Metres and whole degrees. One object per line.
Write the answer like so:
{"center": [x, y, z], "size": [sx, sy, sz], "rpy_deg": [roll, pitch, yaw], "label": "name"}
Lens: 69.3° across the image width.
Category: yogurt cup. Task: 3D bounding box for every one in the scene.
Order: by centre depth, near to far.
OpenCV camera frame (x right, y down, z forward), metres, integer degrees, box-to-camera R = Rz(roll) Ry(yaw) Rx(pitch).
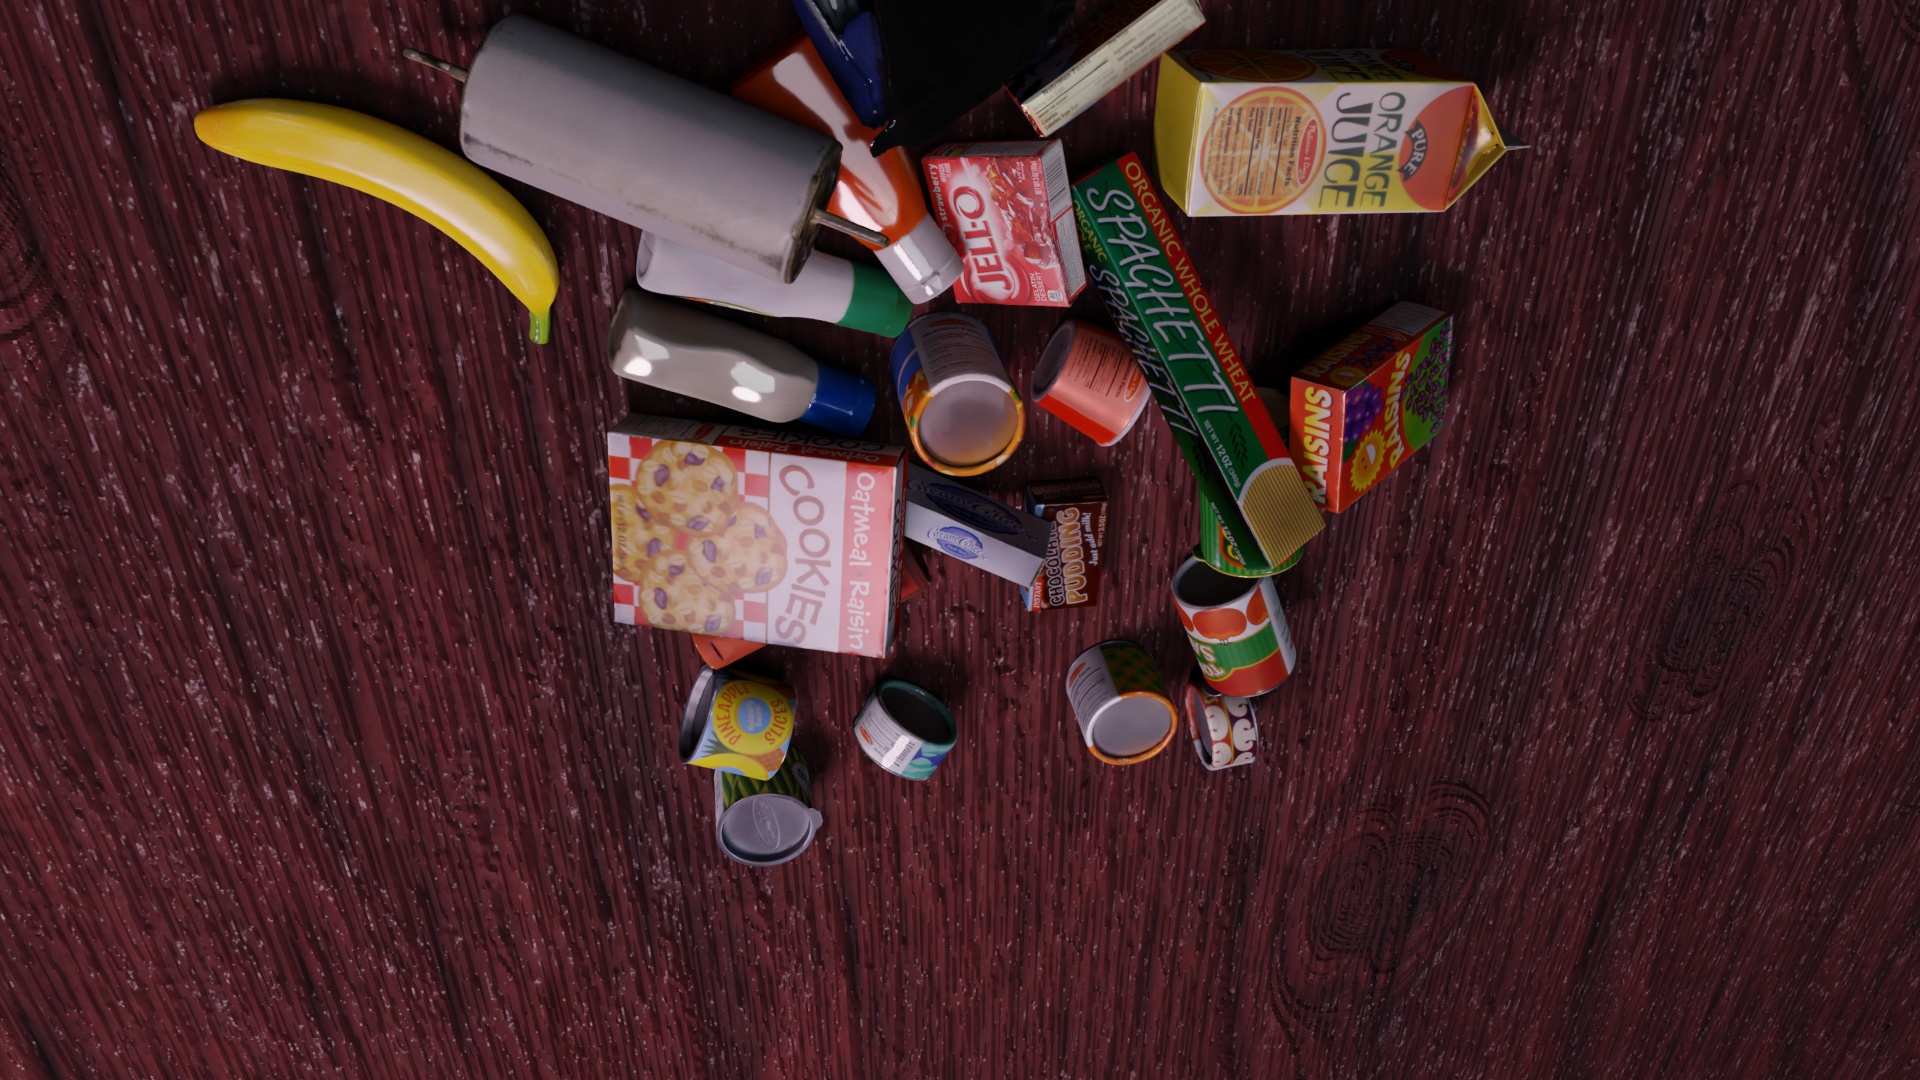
{"center": [0.077, -0.096, 0.820], "size": [0.054, 0.073, 0.072], "rpy_deg": [24, 115, -15], "label": "yogurt cup"}

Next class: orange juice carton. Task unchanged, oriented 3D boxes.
{"center": [0.208, -0.225, 0.761], "size": [0.193, 0.072, 0.072], "rpy_deg": [-4, 123, -10], "label": "orange juice carton"}

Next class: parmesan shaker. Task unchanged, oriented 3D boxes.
{"center": [0.180, -0.036, 0.877], "size": [0.071, 0.071, 0.102], "rpy_deg": [-12, 123, -4], "label": "parmesan shaker"}

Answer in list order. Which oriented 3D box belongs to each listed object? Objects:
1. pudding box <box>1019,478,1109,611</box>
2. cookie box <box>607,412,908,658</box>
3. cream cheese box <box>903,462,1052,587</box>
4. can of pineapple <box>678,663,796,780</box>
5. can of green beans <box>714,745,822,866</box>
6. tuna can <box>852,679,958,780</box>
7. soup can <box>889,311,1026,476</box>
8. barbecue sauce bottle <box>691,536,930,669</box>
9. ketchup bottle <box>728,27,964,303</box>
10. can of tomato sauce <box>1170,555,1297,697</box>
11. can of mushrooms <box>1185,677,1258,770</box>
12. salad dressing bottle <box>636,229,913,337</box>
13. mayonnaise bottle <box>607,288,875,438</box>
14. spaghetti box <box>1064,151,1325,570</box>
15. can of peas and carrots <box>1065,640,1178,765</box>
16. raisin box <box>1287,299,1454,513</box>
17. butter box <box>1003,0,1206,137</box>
{"center": [0.066, 0.003, 0.900], "size": [0.050, 0.030, 0.083], "rpy_deg": [-3, 122, -9], "label": "pudding box"}
{"center": [-0.118, -0.003, 0.814], "size": [0.167, 0.040, 0.122], "rpy_deg": [7, 114, 6], "label": "cookie box"}
{"center": [0.003, -0.011, 0.845], "size": [0.104, 0.053, 0.024], "rpy_deg": [23, 116, -2], "label": "cream cheese box"}
{"center": [-0.145, 0.118, 0.904], "size": [0.058, 0.071, 0.070], "rpy_deg": [17, 117, -22], "label": "can of pineapple"}
{"center": [-0.135, 0.179, 0.951], "size": [0.071, 0.058, 0.071], "rpy_deg": [-5, 123, -8], "label": "can of green beans"}
{"center": [-0.035, 0.126, 0.936], "size": [0.071, 0.071, 0.032], "rpy_deg": [24, 114, -24], "label": "tuna can"}
{"center": [-0.003, -0.082, 0.799], "size": [0.071, 0.084, 0.071], "rpy_deg": [-6, 123, -9], "label": "soup can"}
{"center": [-0.097, 0.033, 0.876], "size": [0.148, 0.044, 0.064], "rpy_deg": [-26, 118, 6], "label": "barbecue sauce bottle"}
{"center": [-0.053, -0.193, 0.730], "size": [0.064, 0.044, 0.148], "rpy_deg": [-32, 115, 13], "label": "ketchup bottle"}
{"center": [0.183, 0.054, 0.936], "size": [0.071, 0.071, 0.082], "rpy_deg": [-24, 123, 4], "label": "can of tomato sauce"}
{"center": [0.184, 0.126, 0.982], "size": [0.033, 0.071, 0.070], "rpy_deg": [-11, 124, -4], "label": "can of mushrooms"}
{"center": [-0.098, -0.143, 0.756], "size": [0.148, 0.064, 0.043], "rpy_deg": [9, 110, -26], "label": "salad dressing bottle"}
{"center": [-0.121, -0.095, 0.780], "size": [0.148, 0.065, 0.041], "rpy_deg": [17, 116, -25], "label": "mayonnaise bottle"}
{"center": [0.130, -0.099, 0.788], "size": [0.050, 0.028, 0.249], "rpy_deg": [-35, 103, -24], "label": "spaghetti box"}
{"center": [0.114, 0.113, 0.962], "size": [0.071, 0.059, 0.070], "rpy_deg": [-5, 123, -8], "label": "can of peas and carrots"}
{"center": [0.248, -0.083, 0.842], "size": [0.124, 0.040, 0.085], "rpy_deg": [-34, 133, -34], "label": "raisin box"}
{"center": [0.074, -0.255, 0.725], "size": [0.103, 0.053, 0.024], "rpy_deg": [-34, 120, 10], "label": "butter box"}
